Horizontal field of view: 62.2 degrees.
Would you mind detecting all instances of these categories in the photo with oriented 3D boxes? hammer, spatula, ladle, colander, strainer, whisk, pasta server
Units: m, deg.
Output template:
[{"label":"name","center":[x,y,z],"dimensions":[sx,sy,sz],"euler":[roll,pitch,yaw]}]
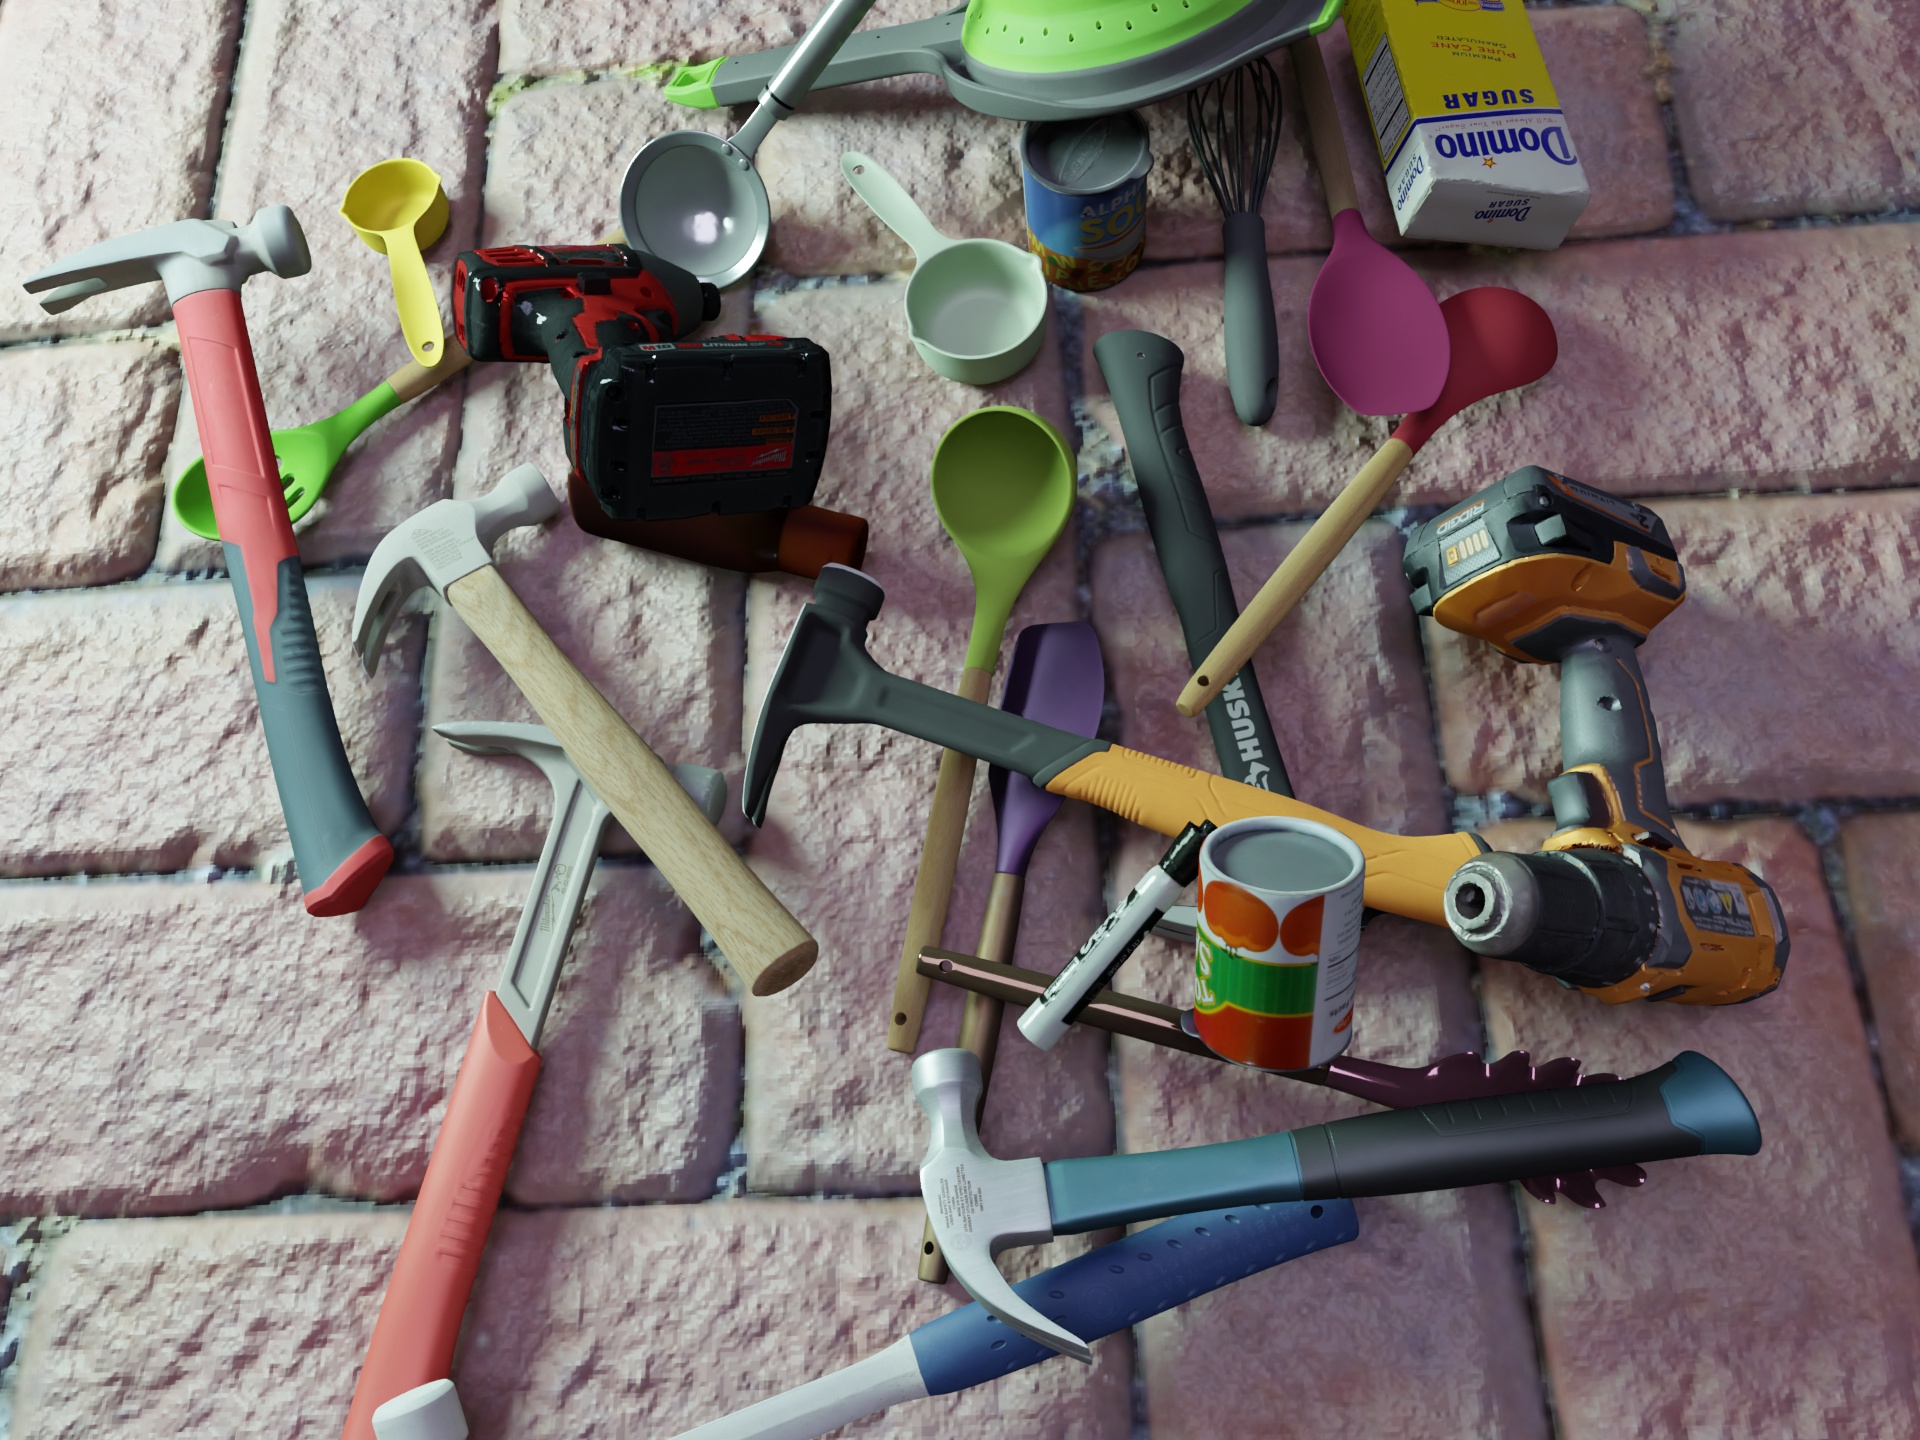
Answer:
[{"label":"hammer","center":[0.071,0.035,0.711],"dimensions":[0.337,0.034,0.127],"euler":[18,75,10]},{"label":"hammer","center":[-0.025,0.276,0.658],"dimensions":[0.405,0.035,0.144],"euler":[-20,83,-5]},{"label":"hammer","center":[0.116,-0.050,0.781],"dimensions":[0.146,0.035,0.335],"euler":[-13,68,0]},{"label":"spatula","center":[0.020,0.097,0.739],"dimensions":[0.060,0.018,0.316],"euler":[-1,67,35]},{"label":"ladle","center":[-0.001,-0.002,0.764],"dimensions":[0.078,0.062,0.320],"euler":[4,71,25]},{"label":"colander","center":[0.002,-0.401,0.848],"dimensions":[0.397,0.094,0.205],"euler":[0,48,22]},{"label":"hammer","center":[-0.373,-0.082,0.814],"dimensions":[0.143,0.038,0.386],"euler":[-17,75,-6]},{"label":"hammer","center":[-0.225,0.174,0.728],"dimensions":[0.149,0.036,0.359],"euler":[10,70,10]},{"label":"strainer","center":[-0.102,-0.326,0.857],"dimensions":[0.087,0.050,0.258],"euler":[41,118,-11]},{"label":"whisk","center":[0.152,-0.267,0.857],"dimensions":[0.055,0.055,0.239],"euler":[-2,72,5]},{"label":"ladle","center":[0.200,-0.116,0.779],"dimensions":[0.069,0.031,0.315],"euler":[34,69,21]},{"label":"pasta server","center":[0.133,0.144,0.690],"dimensions":[0.316,0.040,0.060],"euler":[14,79,6]},{"label":"hammer","center":[0.149,0.176,0.642],"dimensions":[0.331,0.033,0.128],"euler":[-8,58,2]},{"label":"hammer","center":[-0.179,0.005,0.757],"dimensions":[0.130,0.031,0.332],"euler":[-34,61,-20]}]

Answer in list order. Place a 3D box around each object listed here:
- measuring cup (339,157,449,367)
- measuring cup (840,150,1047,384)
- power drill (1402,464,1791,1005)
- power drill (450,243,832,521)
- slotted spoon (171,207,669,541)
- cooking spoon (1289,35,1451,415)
[{"label":"measuring cup","center":[-0.309,-0.254,0.903],"dimensions":[0.062,0.029,0.157],"euler":[-20,66,-2]},{"label":"measuring cup","center":[-0.016,-0.250,0.872],"dimensions":[0.083,0.038,0.168],"euler":[-34,67,-8]},{"label":"power drill","center":[0.257,0.008,0.679],"dimensions":[0.185,0.084,0.226],"euler":[10,63,-34]},{"label":"power drill","center":[-0.156,-0.182,0.796],"dimensions":[0.143,0.078,0.220],"euler":[-10,36,-31]},{"label":"slotted spoon","center":[-0.291,-0.195,0.884],"dimensions":[0.314,0.031,0.070],"euler":[-37,70,-11]},{"label":"cooking spoon","center":[0.203,-0.287,0.852],"dimensions":[0.069,0.017,0.319],"euler":[-5,61,2]}]
